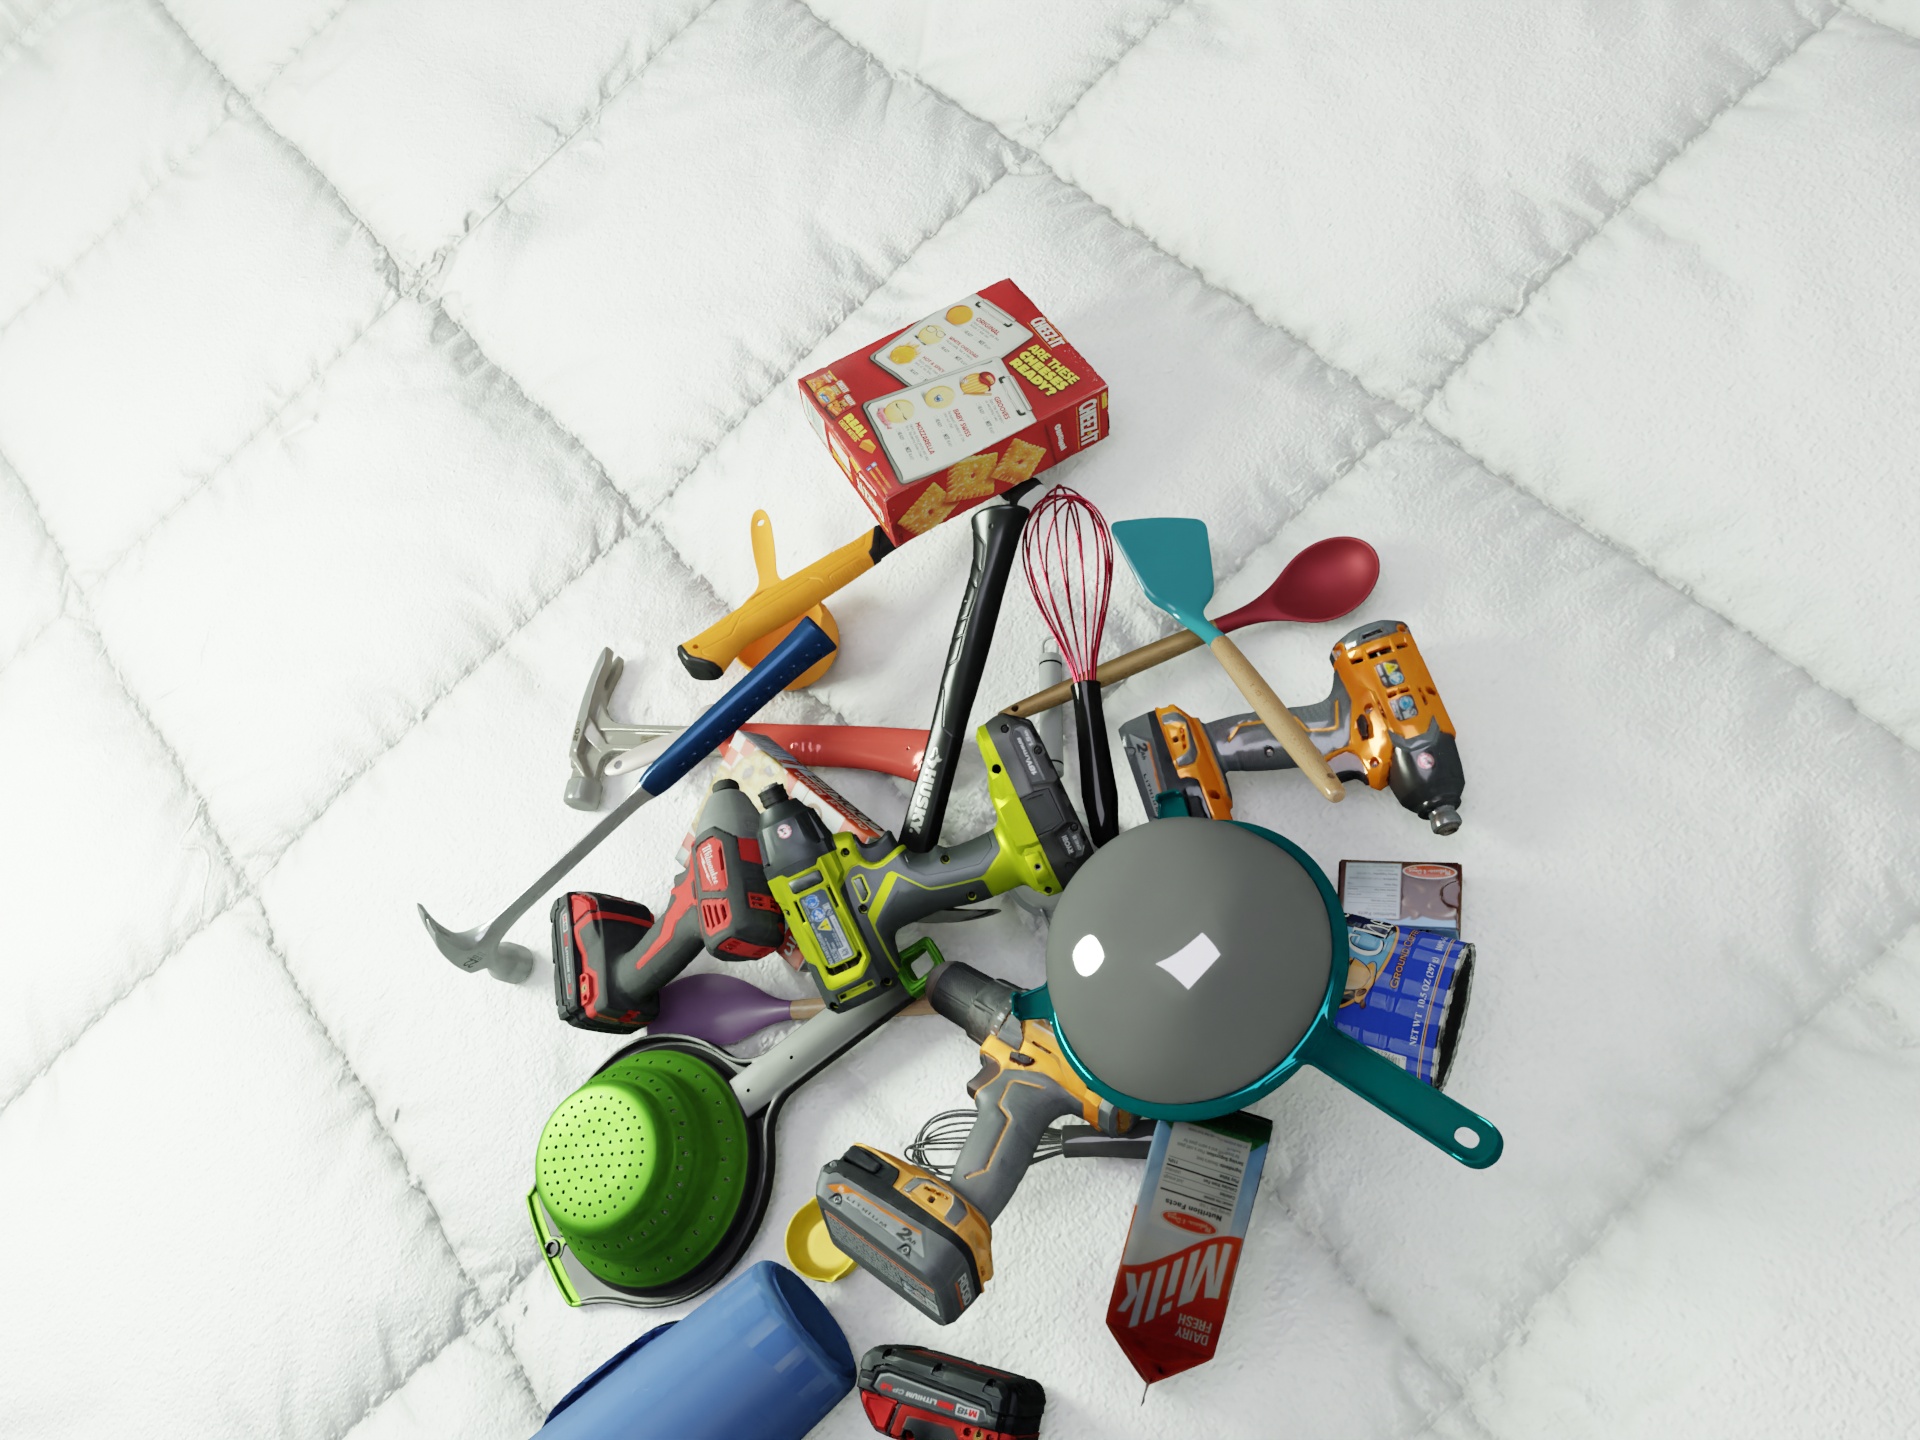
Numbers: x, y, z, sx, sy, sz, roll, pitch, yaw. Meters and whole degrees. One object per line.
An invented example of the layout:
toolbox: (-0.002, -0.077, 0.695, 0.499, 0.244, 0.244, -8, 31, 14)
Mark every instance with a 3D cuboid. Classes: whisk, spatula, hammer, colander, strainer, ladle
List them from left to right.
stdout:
hammer: (-0.264, 0.062, 1.291, 0.405, 0.144, 0.035, -42, 62, 2)
colander: (-0.185, 0.282, 1.184, 0.397, 0.094, 0.205, -38, 60, 6)
hammer: (-0.171, 0.011, 1.352, 0.359, 0.036, 0.149, 1, 67, 23)
spatula: (-0.107, 0.222, 1.239, 0.316, 0.018, 0.060, -6, 68, 20)
hammer: (-0.095, -0.141, 1.344, 0.337, 0.034, 0.127, -34, 58, -14)
hammer: (-0.002, -0.004, 1.227, 0.146, 0.035, 0.335, 17, 94, 31)
strainer: (0.069, 0.045, 1.240, 0.087, 0.050, 0.259, -12, 60, 22)
whisk: (0.076, 0.299, 1.120, 0.239, 0.055, 0.055, -6, 65, 14)
whisk: (0.092, -0.045, 1.210, 0.073, 0.073, 0.296, -11, 71, 17)
ladle: (0.175, -0.061, 1.237, 0.315, 0.031, 0.069, -23, 58, 5)
spatula: (0.198, -0.050, 1.144, 0.082, 0.044, 0.318, -4, 37, -19)
strainer: (0.174, 0.164, 0.977, 0.341, 0.095, 0.211, 30, 79, 44)

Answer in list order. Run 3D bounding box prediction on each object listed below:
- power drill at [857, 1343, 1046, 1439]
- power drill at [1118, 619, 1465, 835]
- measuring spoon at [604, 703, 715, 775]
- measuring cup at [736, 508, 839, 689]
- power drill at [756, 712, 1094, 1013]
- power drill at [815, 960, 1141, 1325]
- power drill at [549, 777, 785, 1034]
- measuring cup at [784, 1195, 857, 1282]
power drill: (-0.047, 0.533, 1.043, 0.188, 0.080, 0.227, 6, 72, 24)
power drill: (0.244, 0.035, 1.151, 0.226, 0.084, 0.164, -20, 61, 7)
measuring spoon: (-0.252, 0.018, 1.350, 0.124, 0.018, 0.034, -24, 60, 12)
measuring cup: (-0.156, -0.105, 1.391, 0.095, 0.052, 0.174, -20, 59, 12)
power drill: (-0.029, 0.089, 1.151, 0.223, 0.080, 0.171, -25, 86, 2)
power drill: (0.001, 0.269, 1.081, 0.185, 0.084, 0.226, 26, 53, 32)
power drill: (-0.225, 0.146, 1.238, 0.219, 0.078, 0.143, -34, 54, 32)
measuring cup: (-0.049, 0.364, 1.154, 0.156, 0.029, 0.062, -17, 61, 1)
